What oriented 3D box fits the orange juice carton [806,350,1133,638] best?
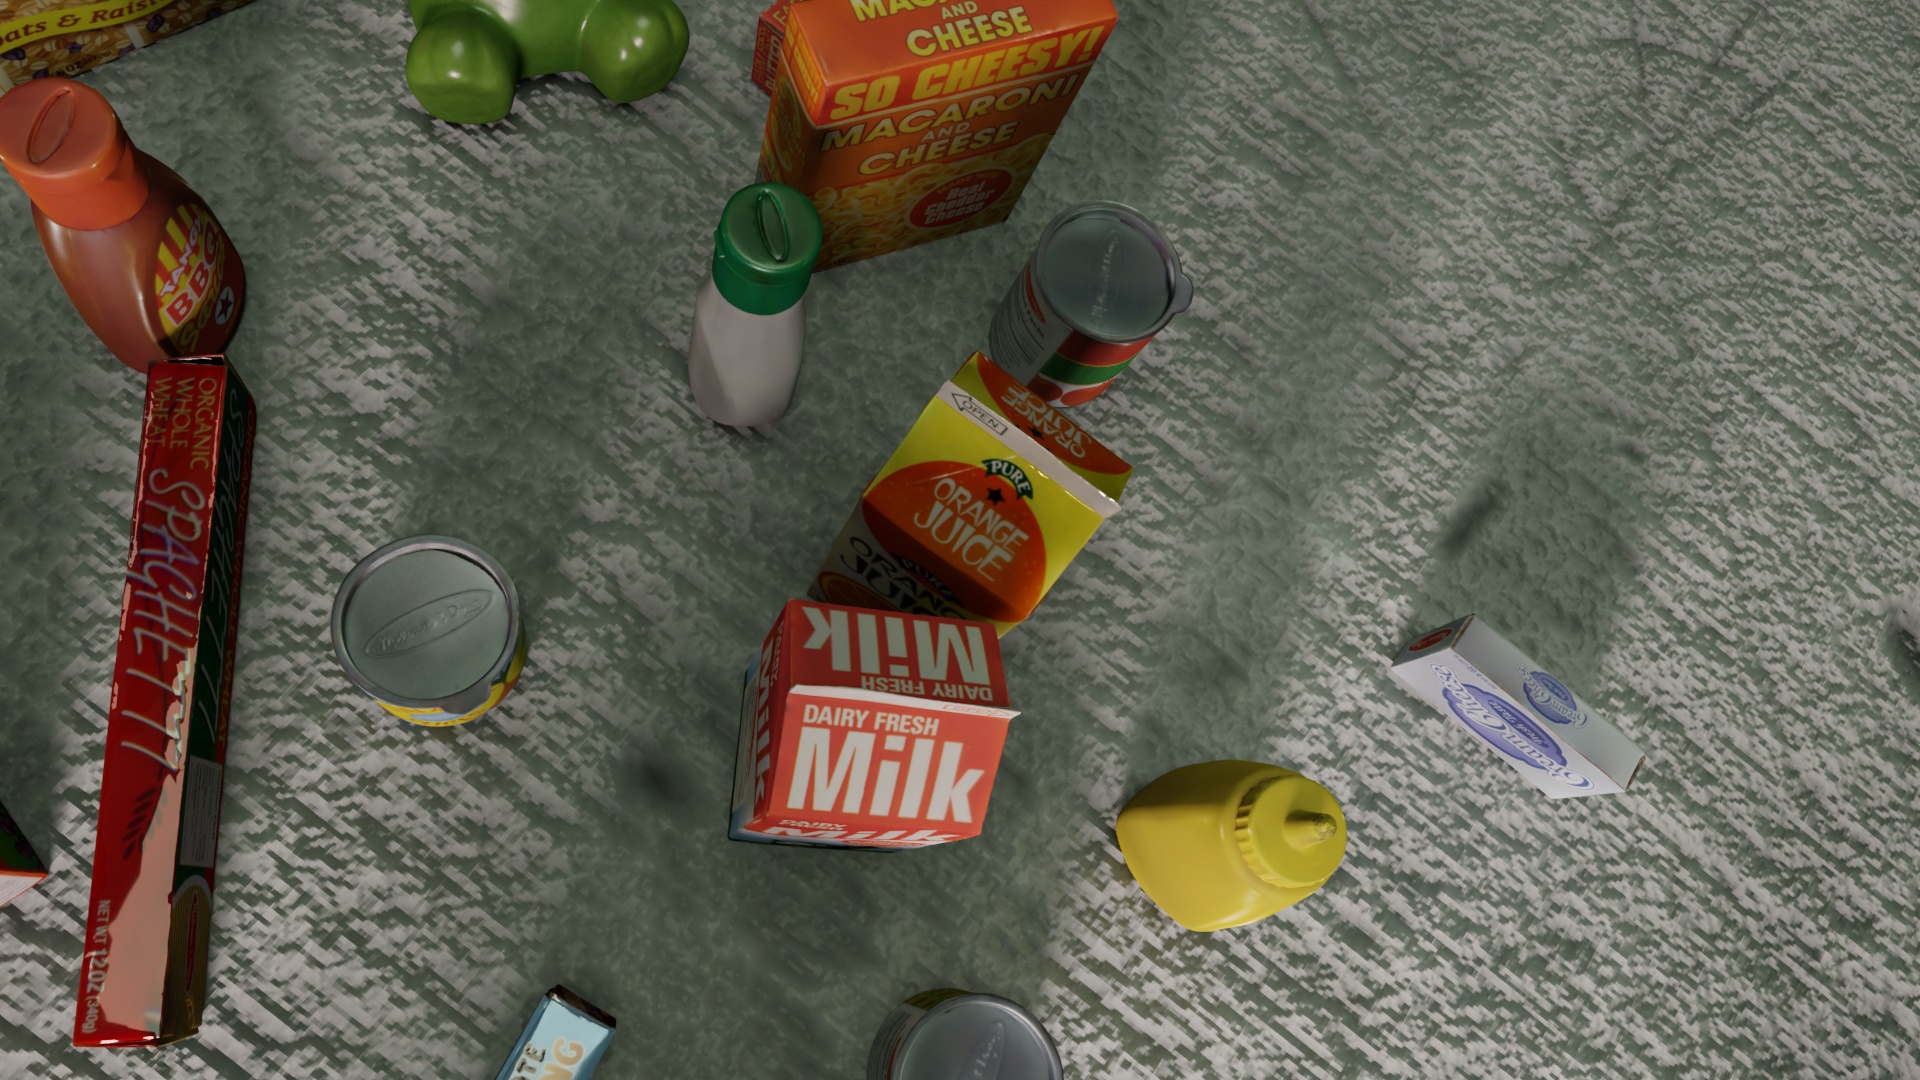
[{"bbox_3d":[0.002,-0.007,0.530,0.072,0.192,0.073,37,70,-2],"label":"orange juice carton"}]

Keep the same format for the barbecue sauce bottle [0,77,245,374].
[{"bbox_3d":[-0.304,-0.112,0.507,0.044,0.148,0.065,15,72,-9],"label":"barbecue sauce bottle"}]

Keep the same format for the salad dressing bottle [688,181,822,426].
[{"bbox_3d":[-0.083,-0.091,0.556,0.044,0.147,0.064,-11,78,-16],"label":"salad dressing bottle"}]

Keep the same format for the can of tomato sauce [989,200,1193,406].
[{"bbox_3d":[0.056,-0.104,0.629,0.071,0.083,0.071,4,74,-13],"label":"can of tomato sauce"}]

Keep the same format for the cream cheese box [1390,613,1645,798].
[{"bbox_3d":[0.257,0.078,0.643,0.104,0.053,0.024,39,70,-1],"label":"cream cheese box"}]

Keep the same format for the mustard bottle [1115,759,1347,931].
[{"bbox_3d":[0.110,0.116,0.539,0.049,0.159,0.065,-31,84,-19],"label":"mustard bottle"}]

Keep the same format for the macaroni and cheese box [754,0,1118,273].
[{"bbox_3d":[-0.020,-0.175,0.586,0.124,0.166,0.040,-20,81,-18],"label":"macaroni and cheese box"}]

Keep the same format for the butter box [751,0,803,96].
[{"bbox_3d":[-0.055,-0.256,0.660,0.024,0.053,0.104,42,69,0],"label":"butter box"}]

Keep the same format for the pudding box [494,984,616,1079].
[{"bbox_3d":[-0.159,0.207,0.505,0.030,0.049,0.084,30,70,-4],"label":"pudding box"}]

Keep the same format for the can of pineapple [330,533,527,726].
[{"bbox_3d":[-0.203,0.038,0.538,0.071,0.057,0.071,4,74,-13],"label":"can of pineapple"}]

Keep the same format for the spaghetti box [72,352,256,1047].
[{"bbox_3d":[-0.291,0.055,0.515,0.029,0.050,0.250,1,74,-14],"label":"spaghetti box"}]

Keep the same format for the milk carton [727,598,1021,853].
[{"bbox_3d":[-0.037,0.070,0.499,0.072,0.190,0.073,7,74,-12],"label":"milk carton"}]

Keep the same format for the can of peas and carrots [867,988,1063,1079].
[{"bbox_3d":[0.003,0.210,0.540,0.071,0.058,0.071,4,74,-13],"label":"can of peas and carrots"}]

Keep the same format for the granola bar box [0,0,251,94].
[{"bbox_3d":[-0.330,-0.256,0.554,0.166,0.124,0.039,-35,85,-20],"label":"granola bar box"}]

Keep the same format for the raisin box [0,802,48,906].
[{"bbox_3d":[-0.359,0.084,0.451,0.040,0.123,0.086,-35,85,-20],"label":"raisin box"}]
